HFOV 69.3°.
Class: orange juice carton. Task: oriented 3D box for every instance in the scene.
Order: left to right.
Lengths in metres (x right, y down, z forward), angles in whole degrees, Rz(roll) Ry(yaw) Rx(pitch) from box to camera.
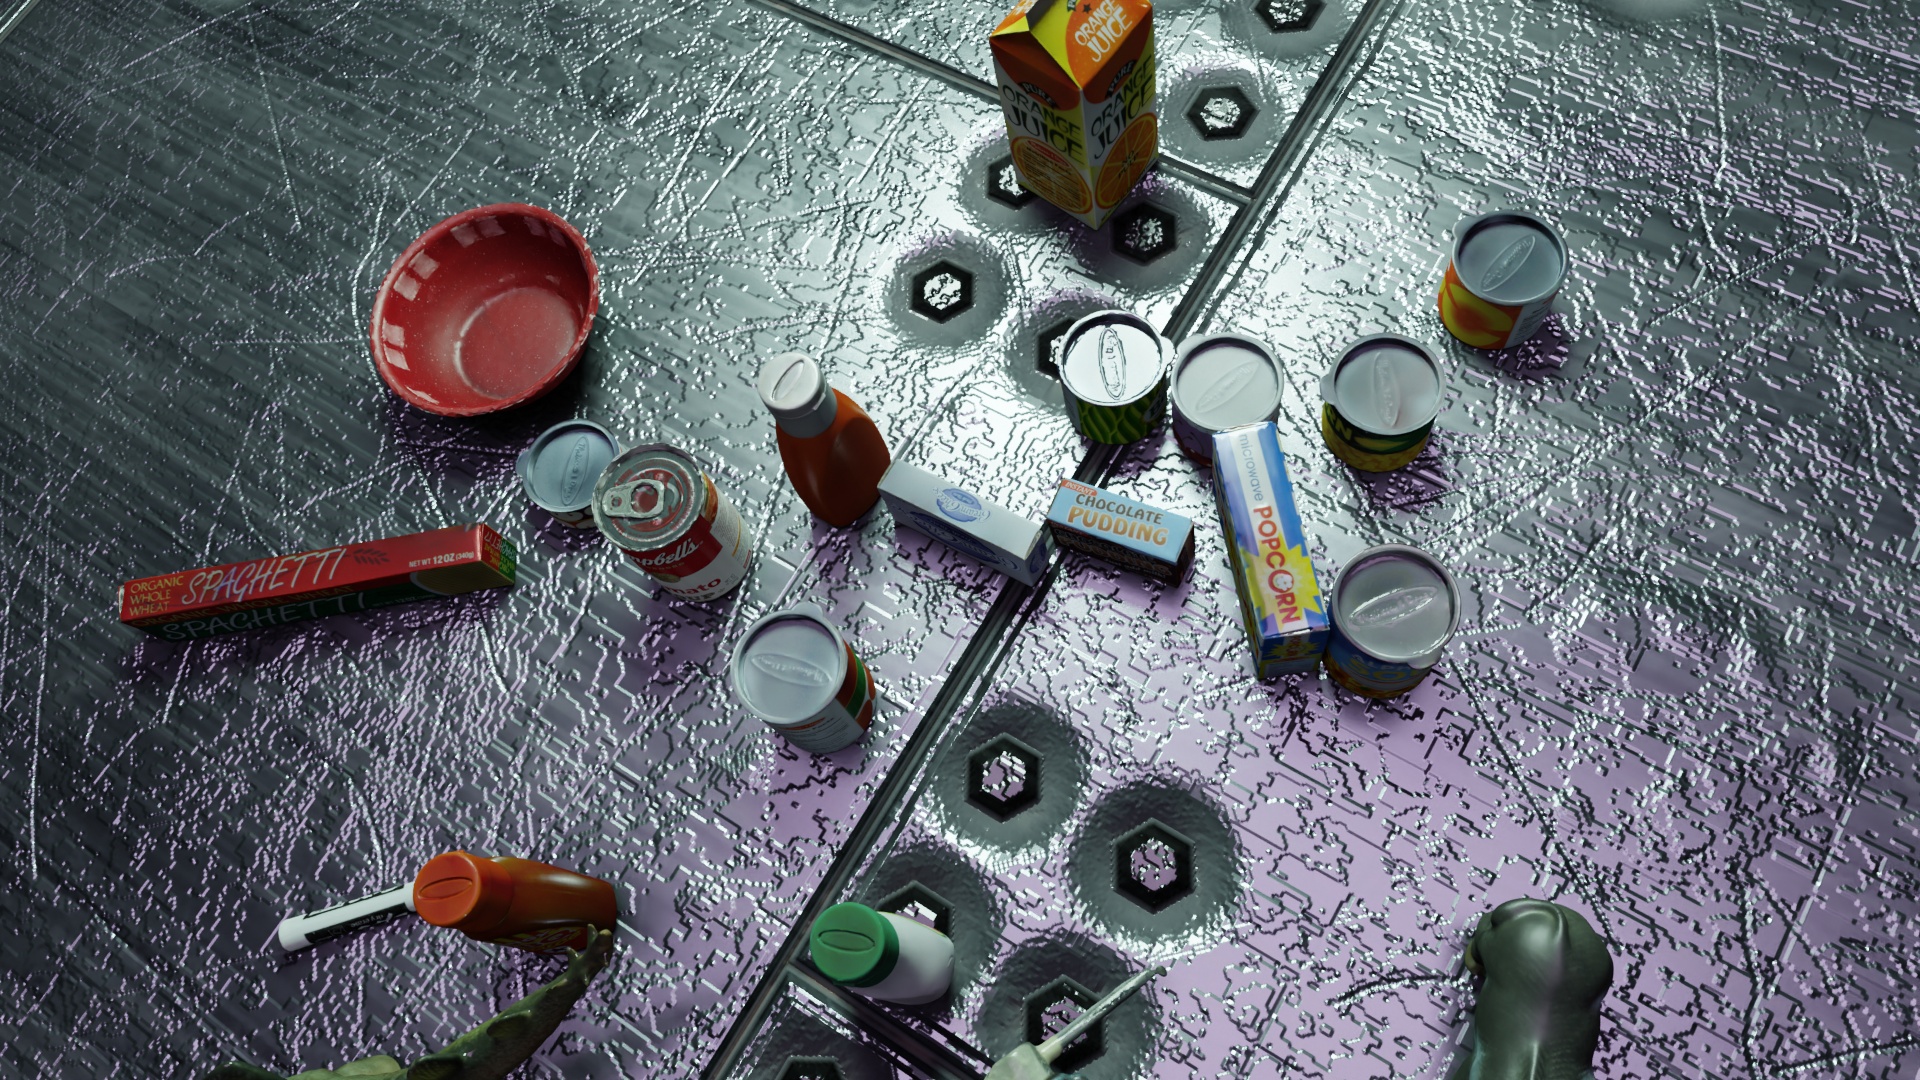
[{"bbox_3d":[0.072,-0.286,0.863,0.073,0.192,0.072,35,79,20],"label":"orange juice carton"}]

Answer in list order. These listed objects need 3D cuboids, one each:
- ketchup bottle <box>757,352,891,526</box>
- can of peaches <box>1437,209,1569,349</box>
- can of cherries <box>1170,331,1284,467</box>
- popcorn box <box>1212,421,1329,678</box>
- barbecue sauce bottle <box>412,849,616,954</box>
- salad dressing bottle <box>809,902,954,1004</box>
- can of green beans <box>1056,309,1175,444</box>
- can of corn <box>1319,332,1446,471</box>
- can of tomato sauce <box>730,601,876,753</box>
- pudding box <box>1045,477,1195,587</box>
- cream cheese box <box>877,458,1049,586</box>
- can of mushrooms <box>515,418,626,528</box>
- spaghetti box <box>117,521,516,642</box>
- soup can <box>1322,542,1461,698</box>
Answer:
[{"bbox_3d":[-0.081,-0.062,0.825,0.043,0.148,0.065,29,77,18],"label":"ketchup bottle"},{"bbox_3d":[0.327,-0.159,0.845,0.071,0.058,0.071,-3,69,8],"label":"can of peaches"},{"bbox_3d":[0.160,-0.086,0.844,0.071,0.058,0.072,-3,69,8],"label":"can of cherries"},{"bbox_3d":[0.174,0.007,0.791,0.038,0.085,0.127,-11,68,5],"label":"popcorn box"},{"bbox_3d":[-0.242,0.196,0.752,0.065,0.148,0.044,-13,68,5],"label":"barbecue sauce bottle"},{"bbox_3d":[-0.041,0.212,0.713,0.064,0.147,0.044,6,71,12],"label":"salad dressing bottle"},{"bbox_3d":[0.095,-0.100,0.860,0.071,0.057,0.071,-3,69,8],"label":"can of green beans"},{"bbox_3d":[0.248,-0.081,0.828,0.071,0.058,0.071,-3,69,8],"label":"can of corn"},{"bbox_3d":[-0.089,0.081,0.807,0.071,0.083,0.071,-3,69,8],"label":"can of tomato sauce"},{"bbox_3d":[0.096,-0.005,0.828,0.084,0.049,0.030,20,74,16],"label":"pudding box"},{"bbox_3d":[0.003,-0.011,0.843,0.104,0.053,0.024,26,76,18],"label":"cream cheese box"},{"bbox_3d":[-0.251,-0.043,0.909,0.071,0.033,0.071,-3,69,8],"label":"can of mushrooms"},{"bbox_3d":[-0.416,0.028,0.899,0.250,0.050,0.029,-9,68,6],"label":"spaghetti box"},{"bbox_3d":[0.235,0.049,0.766,0.071,0.083,0.071,-3,69,8],"label":"soup can"}]
